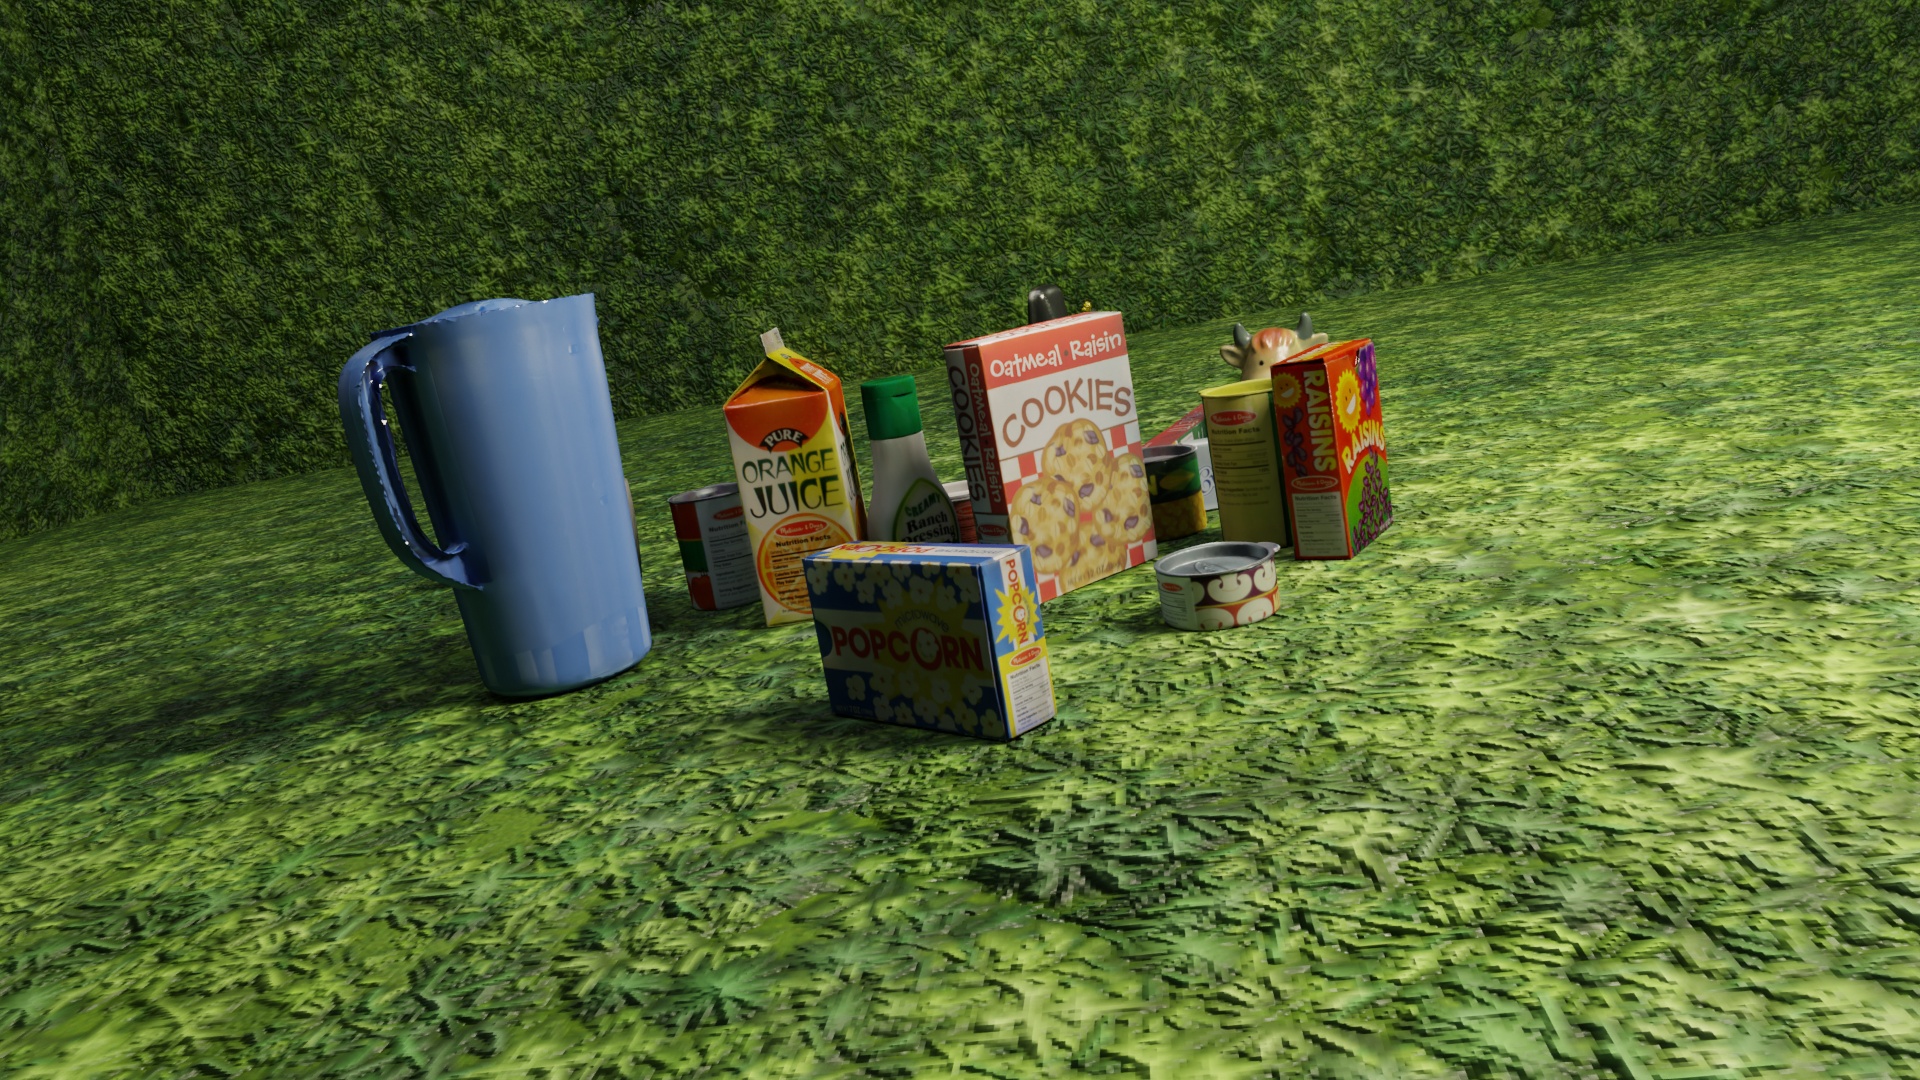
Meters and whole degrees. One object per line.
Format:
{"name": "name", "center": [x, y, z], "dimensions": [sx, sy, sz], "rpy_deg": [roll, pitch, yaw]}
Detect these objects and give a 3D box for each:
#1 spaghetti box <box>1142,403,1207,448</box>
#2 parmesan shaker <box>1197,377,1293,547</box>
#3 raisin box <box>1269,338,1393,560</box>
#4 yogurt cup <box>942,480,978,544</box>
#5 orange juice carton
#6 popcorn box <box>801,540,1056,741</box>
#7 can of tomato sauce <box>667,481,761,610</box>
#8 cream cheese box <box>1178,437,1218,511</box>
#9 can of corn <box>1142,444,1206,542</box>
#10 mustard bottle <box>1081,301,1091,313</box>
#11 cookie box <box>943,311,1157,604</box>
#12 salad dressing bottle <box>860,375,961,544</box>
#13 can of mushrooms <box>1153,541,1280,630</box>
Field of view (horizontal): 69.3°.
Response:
{"name": "spaghetti box", "center": [0.191, -0.073, 1.162], "dimensions": [0.028, 0.050, 0.251], "rpy_deg": [-5, 12, 24]}
{"name": "parmesan shaker", "center": [0.196, -0.051, 0.916], "dimensions": [0.071, 0.103, 0.071], "rpy_deg": [-10, 11, 2]}
{"name": "raisin box", "center": [0.233, -0.058, 0.864], "dimensions": [0.040, 0.123, 0.086], "rpy_deg": [-2, 14, 36]}
{"name": "yogurt cup", "center": [0.004, -0.013, 1.022], "dimensions": [0.072, 0.053, 0.072], "rpy_deg": [-10, 11, 2]}
{"name": "orange juice carton", "center": [-0.109, -0.046, 0.936], "dimensions": [0.073, 0.192, 0.072], "rpy_deg": [-10, 11, 4]}
{"name": "popcorn box", "center": [-0.017, 0.045, 0.676], "dimensions": [0.126, 0.085, 0.038], "rpy_deg": [1, 16, 44]}
{"name": "can of tomato sauce", "center": [-0.176, 0.003, 1.029], "dimensions": [0.071, 0.083, 0.071], "rpy_deg": [-10, 11, 2]}
{"name": "cream cheese box", "center": [0.219, -0.055, 1.041], "dimensions": [0.104, 0.053, 0.024], "rpy_deg": [-9, 11, 6]}
{"name": "can of corn", "center": [0.138, -0.033, 0.991], "dimensions": [0.071, 0.058, 0.071], "rpy_deg": [-10, 11, 2]}
{"name": "mustard bottle", "center": [0.119, -0.130, 1.224], "dimensions": [0.065, 0.160, 0.049], "rpy_deg": [-5, 12, 26]}
{"name": "cookie box", "center": [0.060, -0.054, 0.888], "dimensions": [0.123, 0.167, 0.040], "rpy_deg": [-19, 14, -37]}
{"name": "salad dressing bottle", "center": [-0.037, -0.035, 0.932], "dimensions": [0.064, 0.147, 0.044], "rpy_deg": [-17, 13, -33]}
{"name": "can of mushrooms", "center": [0.144, 0.024, 0.768], "dimensions": [0.071, 0.033, 0.071], "rpy_deg": [-10, 11, 2]}
